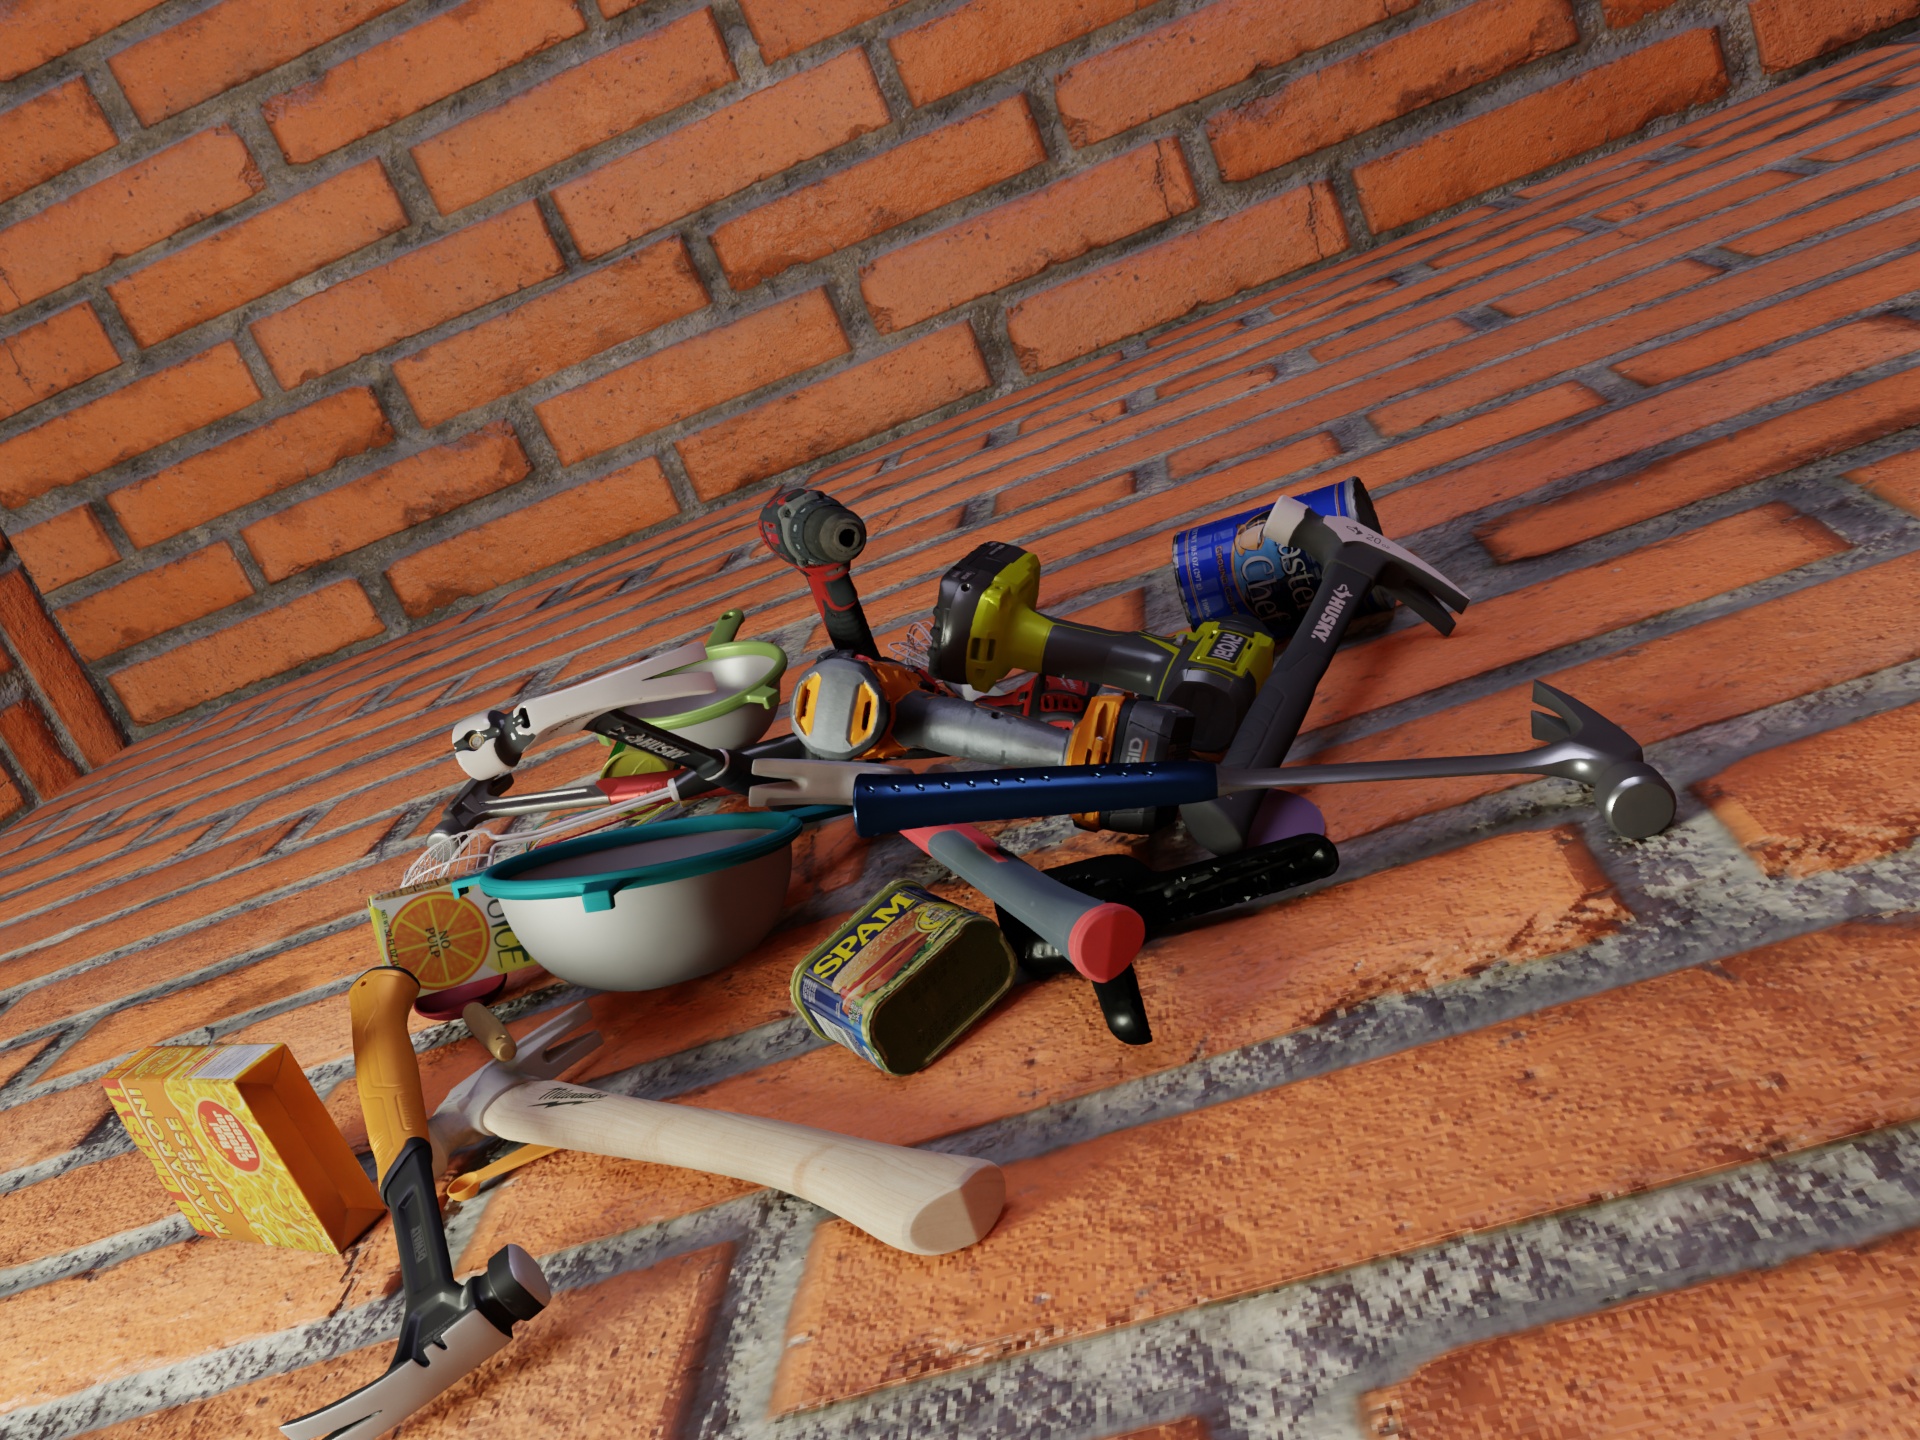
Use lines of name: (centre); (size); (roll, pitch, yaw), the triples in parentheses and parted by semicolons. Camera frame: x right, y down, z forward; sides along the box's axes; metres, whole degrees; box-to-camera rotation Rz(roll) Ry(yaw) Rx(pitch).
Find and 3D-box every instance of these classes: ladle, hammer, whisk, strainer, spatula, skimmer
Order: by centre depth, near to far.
hammer: (-0.135, 0.212, 0.833); (0.411, 0.038, 0.146); (-3, 22, 42)
hammer: (0.147, 0.030, 0.845); (0.405, 0.035, 0.144); (-4, 21, 6)
hammer: (-0.307, 0.234, 0.856); (0.127, 0.034, 0.337); (-36, 32, -7)
hammer: (-0.013, 0.073, 0.909); (0.143, 0.038, 0.386); (4, 8, -20)
hammer: (0.216, -0.027, 0.994); (0.146, 0.035, 0.335); (28, 44, 10)
spatula: (0.154, 0.031, 1.033); (0.060, 0.018, 0.316); (-21, 19, -8)
ladle: (-0.320, 0.196, 1.056); (0.069, 0.031, 0.315); (-23, 6, -22)
hammer: (-0.169, 0.023, 1.070); (0.149, 0.036, 0.408); (-21, -14, 10)
strainer: (-0.156, 0.116, 1.093); (0.340, 0.095, 0.211); (-12, 6, -42)
skimmer: (-0.276, 0.098, 1.254); (0.363, 0.090, 0.127); (-19, 31, -9)
hammer: (-0.264, 0.054, 1.345); (0.359, 0.036, 0.149); (-8, 24, 14)
strainer: (-0.206, -0.026, 1.362); (0.151, 0.069, 0.256); (-13, 22, 7)
whisk: (-0.008, -0.041, 1.394); (0.059, 0.057, 0.246); (3, 14, -21)
whisk: (-0.271, 0.073, 1.400); (0.245, 0.051, 0.047); (-24, 12, -11)

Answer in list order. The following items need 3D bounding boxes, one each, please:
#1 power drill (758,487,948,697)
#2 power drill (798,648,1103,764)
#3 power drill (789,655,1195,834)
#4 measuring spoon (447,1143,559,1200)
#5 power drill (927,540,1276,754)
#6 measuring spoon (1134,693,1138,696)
power drill: (-0.087, -0.085, 1.319); (0.080, 0.226, 0.188); (-28, 18, -14)
power drill: (-0.002, -0.004, 1.168); (0.219, 0.078, 0.143); (-1, 23, 8)
power drill: (0.026, 0.009, 0.991); (0.226, 0.084, 0.164); (12, 3, 15)
measuring spoon: (-0.238, 0.249, 0.917); (0.117, 0.011, 0.021); (-23, 17, -11)
power drill: (0.104, -0.054, 1.108); (0.223, 0.080, 0.171); (16, 26, 15)
measuring spoon: (0.167, -0.027, 1.197); (0.124, 0.018, 0.034); (-21, 22, 29)
